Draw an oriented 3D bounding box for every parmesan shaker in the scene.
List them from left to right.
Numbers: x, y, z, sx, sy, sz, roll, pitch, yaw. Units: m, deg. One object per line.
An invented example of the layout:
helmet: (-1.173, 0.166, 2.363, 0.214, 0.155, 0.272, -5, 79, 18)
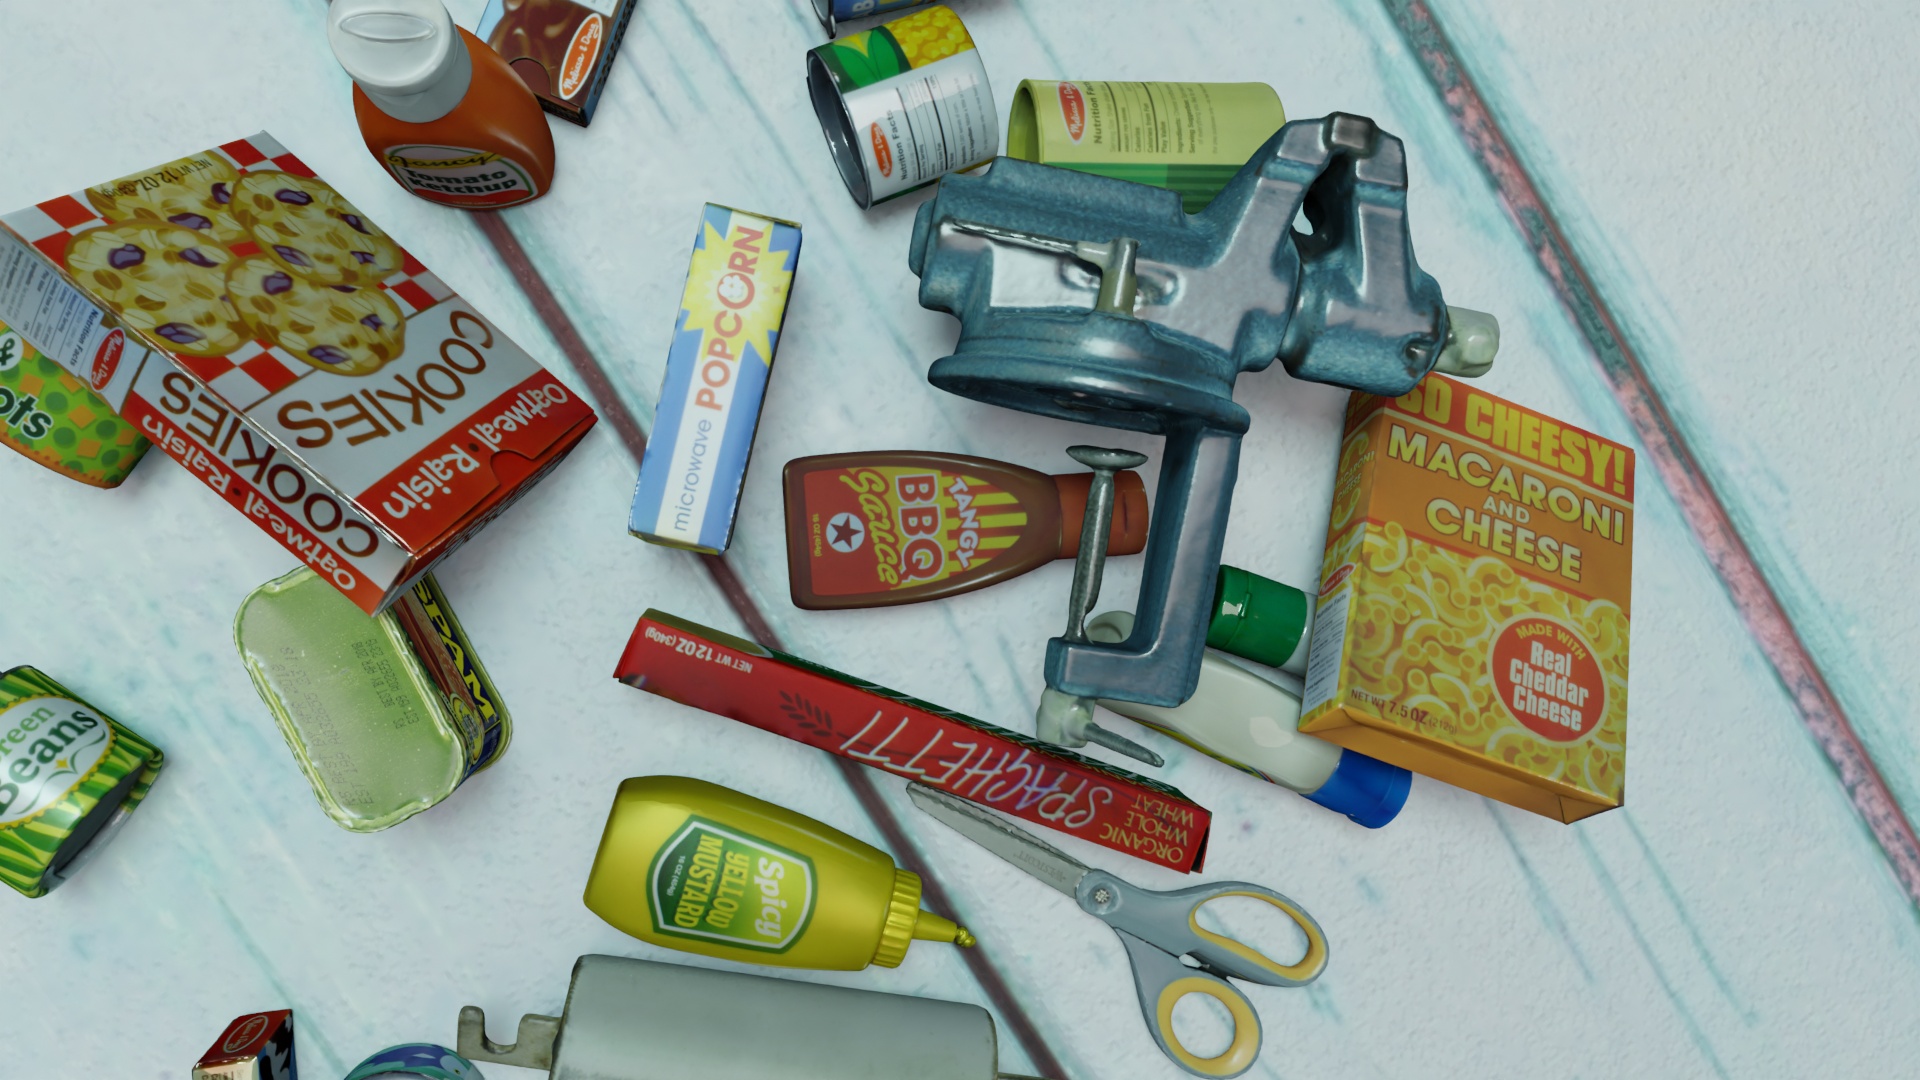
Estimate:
parmesan shaker: (0.076, -0.154, 0.576, 0.103, 0.071, 0.071, -2, 91, -10)

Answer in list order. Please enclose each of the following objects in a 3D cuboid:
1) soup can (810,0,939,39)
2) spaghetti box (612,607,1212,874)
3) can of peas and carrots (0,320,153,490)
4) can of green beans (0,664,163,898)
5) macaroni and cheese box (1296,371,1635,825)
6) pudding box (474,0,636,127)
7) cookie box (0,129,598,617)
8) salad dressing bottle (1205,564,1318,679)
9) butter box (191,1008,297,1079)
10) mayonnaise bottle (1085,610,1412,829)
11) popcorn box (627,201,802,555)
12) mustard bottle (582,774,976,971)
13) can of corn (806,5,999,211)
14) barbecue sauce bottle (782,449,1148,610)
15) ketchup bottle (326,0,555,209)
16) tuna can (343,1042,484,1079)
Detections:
soup can: (-0.022, -0.248, 0.562, 0.084, 0.071, 0.071, -15, 93, -9)
spaghetti box: (-0.016, 0.082, 0.572, 0.250, 0.050, 0.028, 20, 89, -9)
can of peas and carrots: (-0.325, -0.061, 0.512, 0.071, 0.071, 0.059, 37, 86, -8)
can of green beans: (-0.342, 0.089, 0.512, 0.058, 0.071, 0.071, 36, 85, -8)
macaroni and cheese box: (0.215, 0.018, 0.581, 0.124, 0.040, 0.167, 20, 63, -7)
pudding box: (-0.160, -0.216, 0.558, 0.050, 0.030, 0.083, 20, 87, -10)
cookie box: (-0.232, -0.066, 0.501, 0.167, 0.123, 0.040, 41, 122, -7)
salad dressing bottle: (0.176, 0.050, 0.606, 0.148, 0.044, 0.064, 19, 79, -7)
butter box: (-0.270, 0.239, 0.531, 0.024, 0.053, 0.103, -4, 92, -12)
mayonnaise bottle: (0.121, 0.078, 0.589, 0.148, 0.065, 0.041, 27, 86, -12)
popcorn box: (-0.095, -0.059, 0.541, 0.038, 0.085, 0.126, 14, 89, -8)
mustard bottle: (-0.068, 0.142, 0.564, 0.160, 0.049, 0.065, 16, 90, -9)
can of corn: (-0.024, -0.176, 0.563, 0.058, 0.071, 0.071, -23, 94, -9)
barbecue sauce bottle: (0.002, -0.007, 0.578, 0.149, 0.043, 0.065, -4, 90, -9)
ketchup bottle: (-0.186, -0.156, 0.494, 0.065, 0.149, 0.043, -1, 90, -9)
tuna can: (-0.223, 0.236, 0.548, 0.071, 0.033, 0.071, 0, 90, -9)
